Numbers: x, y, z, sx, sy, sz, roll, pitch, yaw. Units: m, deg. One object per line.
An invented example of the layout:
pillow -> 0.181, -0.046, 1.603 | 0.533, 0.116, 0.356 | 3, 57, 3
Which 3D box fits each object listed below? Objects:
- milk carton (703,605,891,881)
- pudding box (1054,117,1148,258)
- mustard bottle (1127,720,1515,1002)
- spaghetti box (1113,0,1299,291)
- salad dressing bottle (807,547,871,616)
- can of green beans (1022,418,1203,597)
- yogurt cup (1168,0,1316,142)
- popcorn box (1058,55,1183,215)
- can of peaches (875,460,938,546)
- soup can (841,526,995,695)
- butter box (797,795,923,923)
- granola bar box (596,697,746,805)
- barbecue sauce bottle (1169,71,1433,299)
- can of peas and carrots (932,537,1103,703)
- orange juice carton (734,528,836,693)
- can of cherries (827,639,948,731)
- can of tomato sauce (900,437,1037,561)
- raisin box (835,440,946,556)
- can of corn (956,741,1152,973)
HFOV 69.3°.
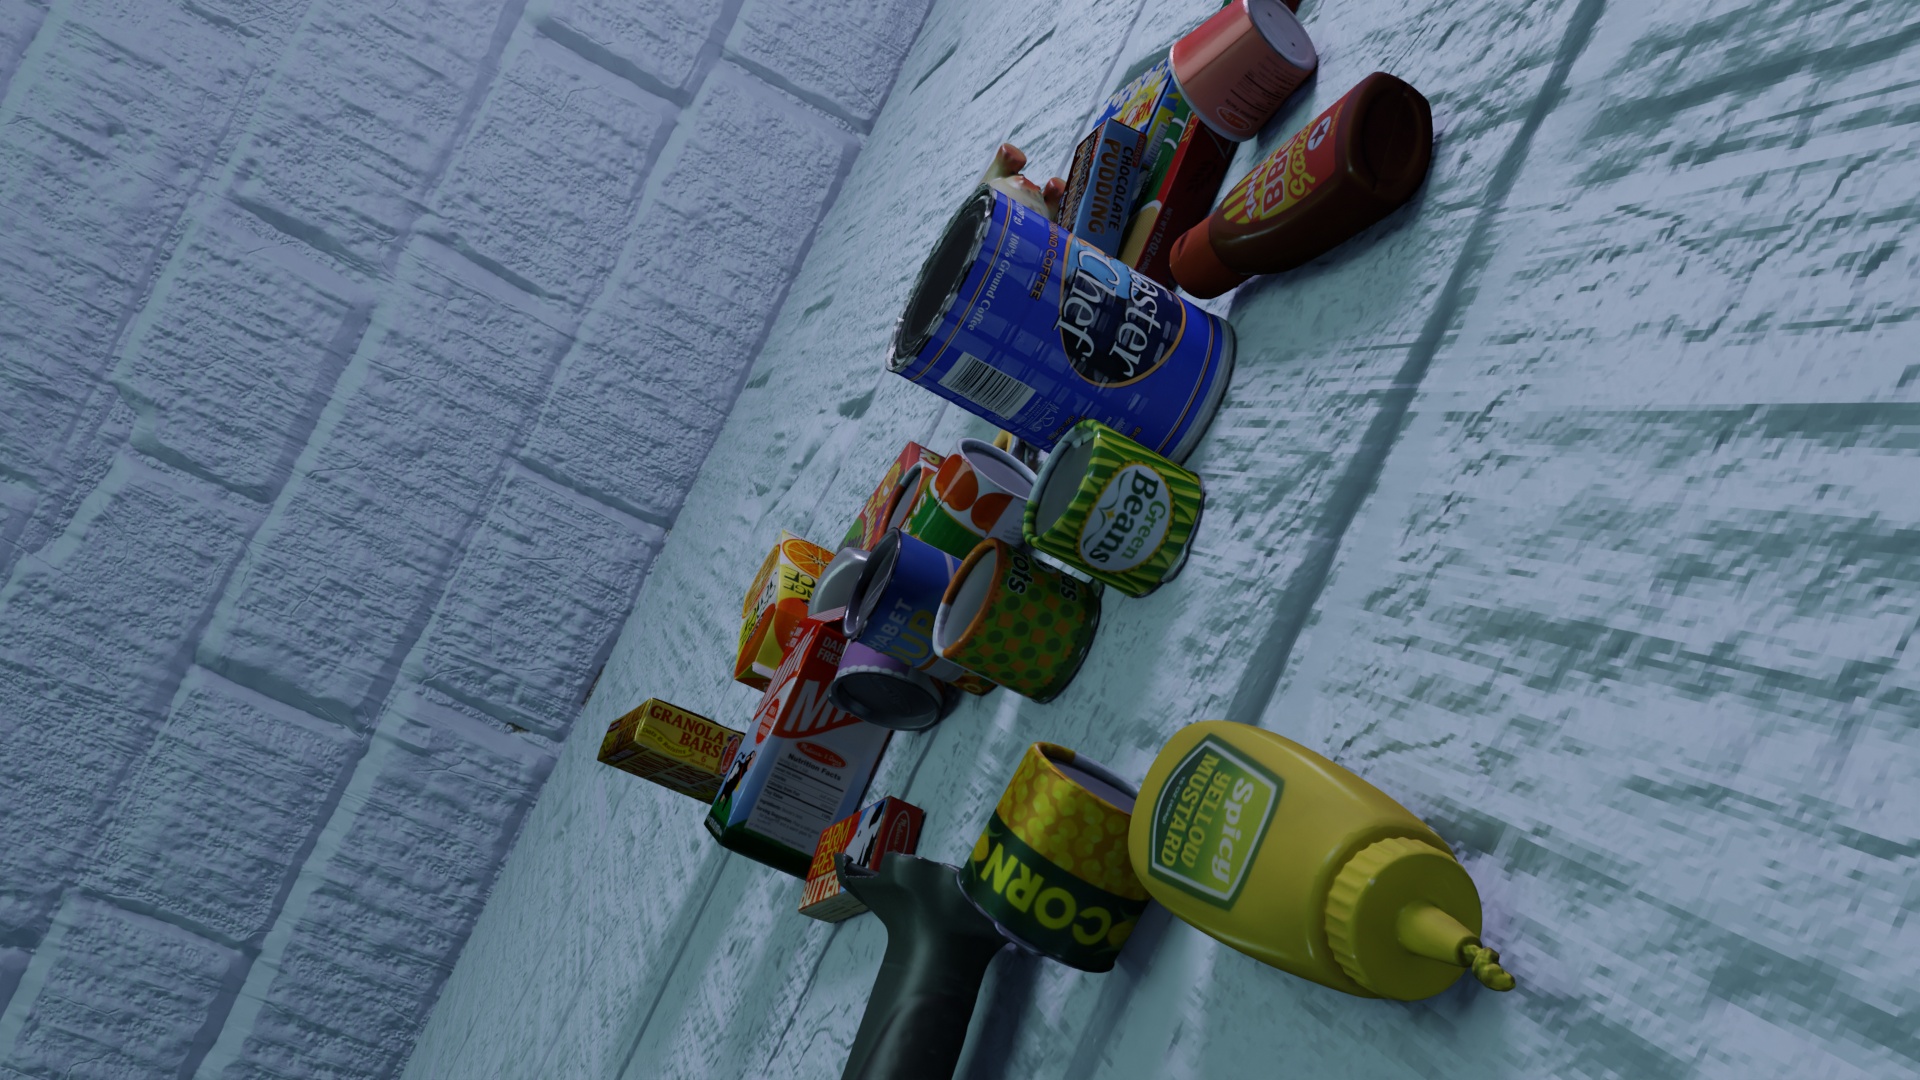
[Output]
milk carton -> -0.089, 0.115, 0.902 | 0.191, 0.073, 0.072 | -65, 16, -8
pudding box -> 0.081, -0.203, 0.830 | 0.049, 0.030, 0.084 | 166, 122, -70
mustard bottle -> 0.100, 0.093, 0.392 | 0.065, 0.049, 0.160 | -66, 16, -5
spaghetti box -> 0.149, -0.253, 0.822 | 0.250, 0.028, 0.050 | -66, 17, -9
salad dressing bottle -> -0.086, 0.080, 0.977 | 0.044, 0.064, 0.147 | -127, 57, -81
can of green beans -> 0.069, -0.015, 0.642 | 0.071, 0.058, 0.071 | -55, 18, 28
yogurt cup -> 0.155, -0.260, 0.753 | 0.053, 0.072, 0.073 | -36, 30, 43
popcorn box -> 0.119, -0.262, 0.912 | 0.085, 0.038, 0.126 | -66, 17, -7
can of peaches -> -0.016, -0.008, 0.896 | 0.071, 0.058, 0.071 | -54, 18, 27
soup can -> -0.014, 0.042, 0.765 | 0.071, 0.084, 0.072 | -55, 18, 28
butter box -> -0.058, 0.183, 0.788 | 0.103, 0.024, 0.053 | -39, 29, 55
granola bar box -> -0.210, 0.172, 1.098 | 0.165, 0.124, 0.039 | -29, 39, 63
barbecue sauce bottle -> 0.149, -0.152, 0.635 | 0.148, 0.043, 0.065 | -27, 39, 65
can of peas and carrots -> 0.028, 0.037, 0.688 | 0.070, 0.059, 0.071 | -54, 19, 29
orange juice carton -> -0.128, 0.070, 1.097 | 0.072, 0.072, 0.193 | -58, 17, 18
can of cherries -> -0.039, 0.071, 0.822 | 0.071, 0.071, 0.059 | -42, 26, 52
can of tomato sauce -> 0.003, -0.010, 0.820 | 0.082, 0.071, 0.071 | -57, 17, 21
raisin box -> -0.054, -0.002, 1.038 | 0.122, 0.040, 0.086 | -54, 18, 34
can of corn -> 0.041, 0.115, 0.509 | 0.058, 0.071, 0.071 | -62, 16, 5
